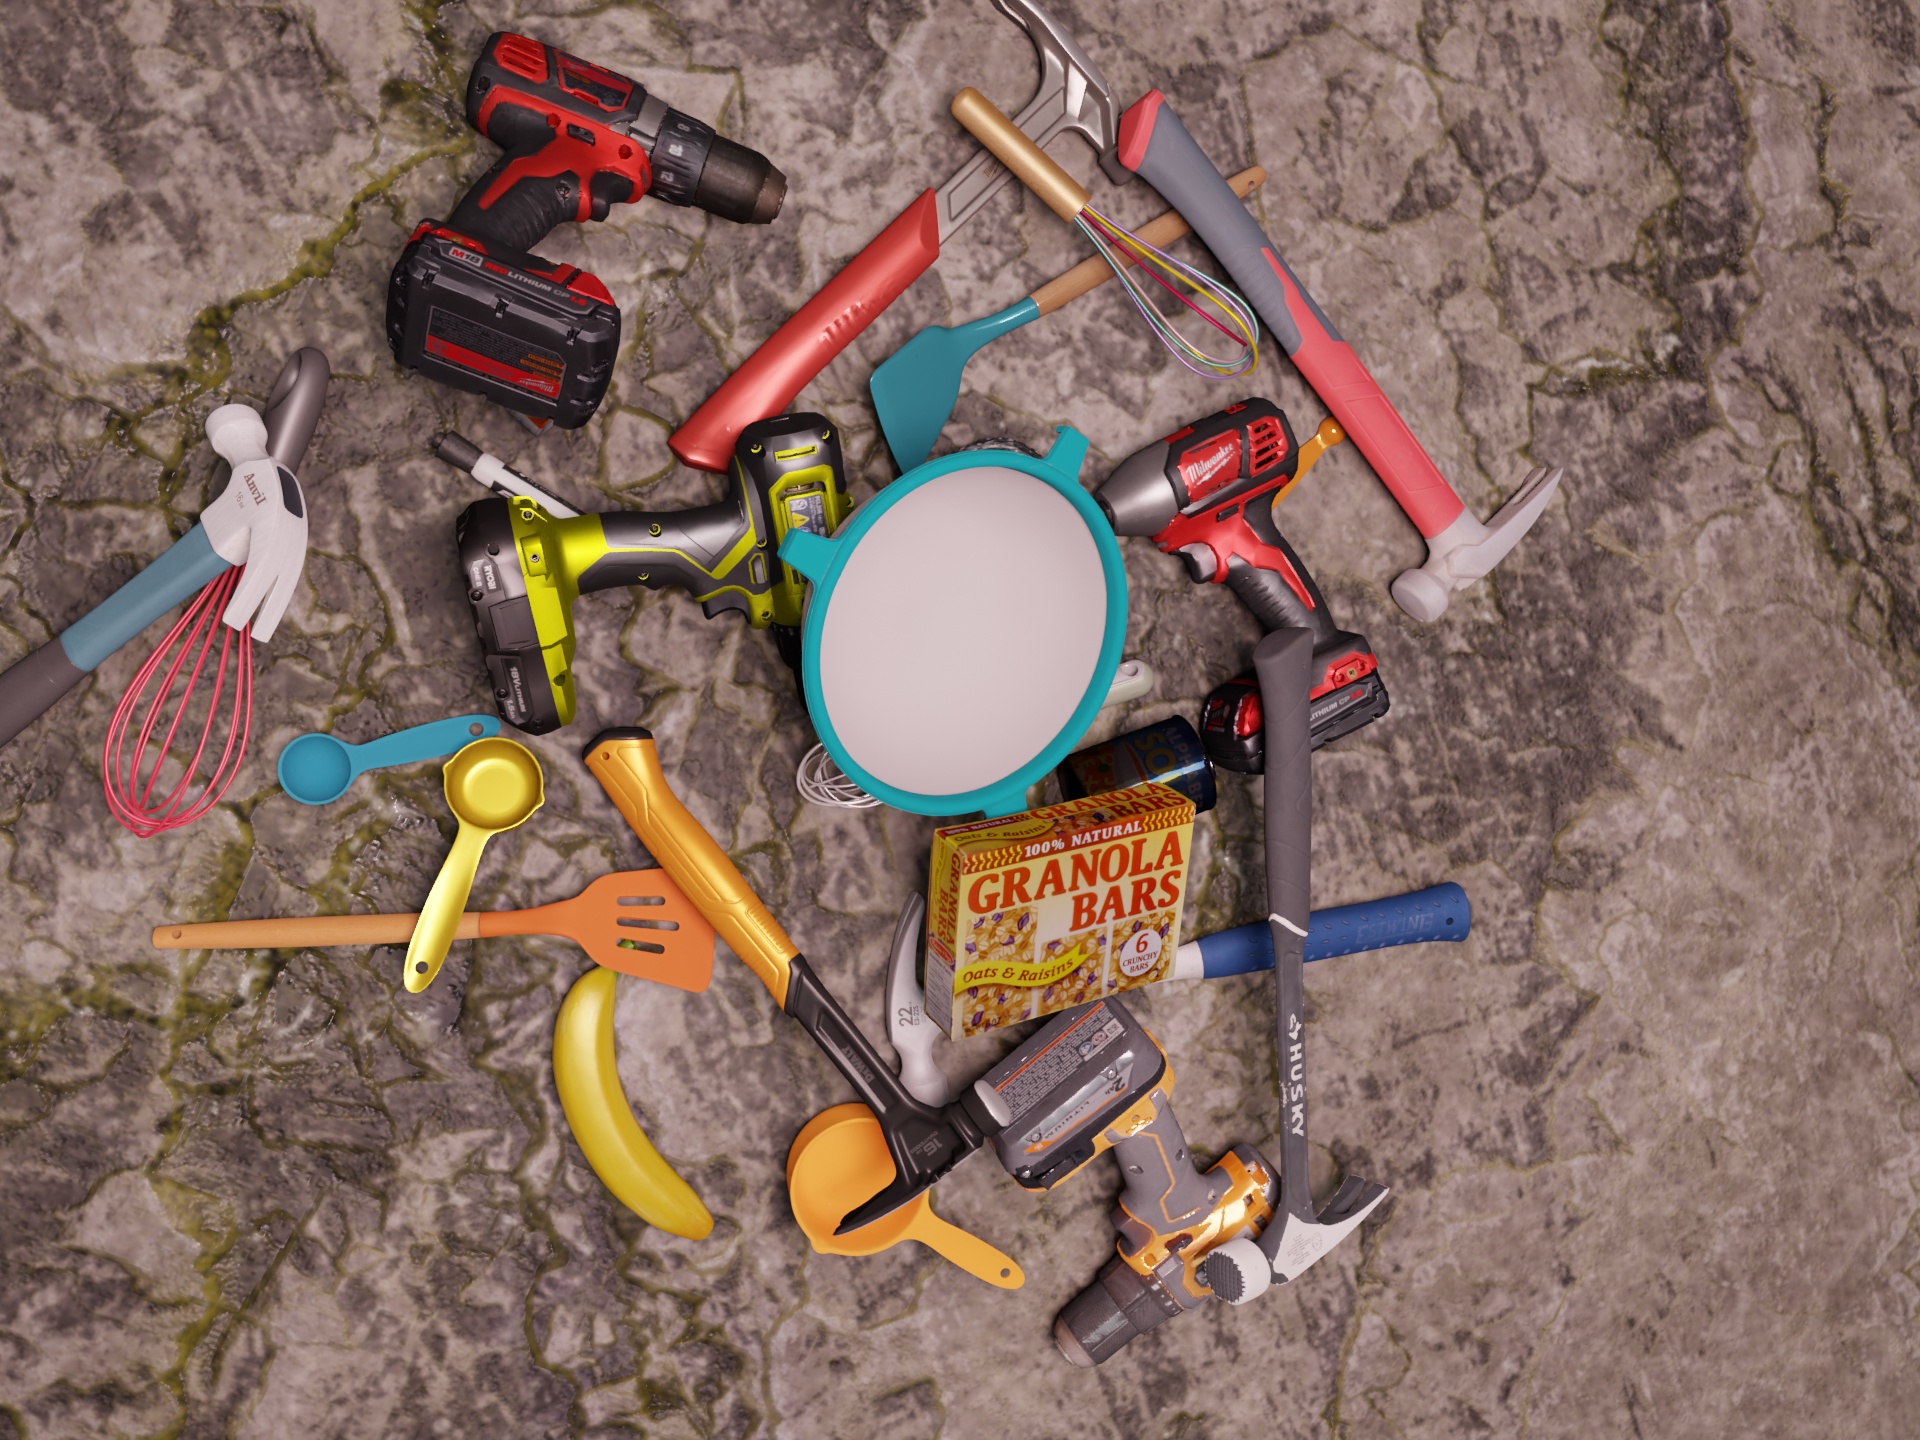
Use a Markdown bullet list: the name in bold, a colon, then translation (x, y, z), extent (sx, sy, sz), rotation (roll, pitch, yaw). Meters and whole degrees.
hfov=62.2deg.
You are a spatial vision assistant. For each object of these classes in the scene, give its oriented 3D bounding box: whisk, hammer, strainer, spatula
- **whisk**: translation (-0.416, -0.075, 0.908), extent (0.073, 0.073, 0.296), rotation (18, 84, -13)
- **hammer**: translation (0.209, 0.146, 0.991), extent (0.149, 0.036, 0.409), rotation (-8, 99, -39)
- **hammer**: translation (-0.121, 0.145, 0.959), extent (0.127, 0.034, 0.337), rotation (-39, 86, 8)
- **strainer**: translation (-0.002, -0.003, 0.953), extent (0.211, 0.095, 0.340), rotation (-25, 120, -23)
- **whisk**: translation (0.091, -0.299, 0.971), extent (0.245, 0.047, 0.051), rotation (41, 97, -6)
- **whisk**: translation (0.013, 0.004, 1.014), extent (0.246, 0.058, 0.059), rotation (-18, 132, -15)
- **hammer**: translation (-0.495, -0.030, 0.871), extent (0.331, 0.033, 0.128), rotation (-36, 65, 4)
- **hammer**: translation (0.148, 0.155, 1.058), extent (0.405, 0.035, 0.144), rotation (-9, 96, -12)
- **spatula**: translation (0.074, -0.269, 1.009), extent (0.317, 0.044, 0.082), rotation (-33, 136, -11)
- **spatula**: translation (-0.311, 0.127, 0.955), extent (0.322, 0.041, 0.081), rotation (-1, 69, -6)
- **hammer**: translation (0.242, -0.252, 1.033), extent (0.143, 0.038, 0.386), rotation (-44, 107, -9)
- **hammer**: translation (-0.049, -0.291, 0.985), extent (0.359, 0.037, 0.149), rotation (-45, 101, -7)

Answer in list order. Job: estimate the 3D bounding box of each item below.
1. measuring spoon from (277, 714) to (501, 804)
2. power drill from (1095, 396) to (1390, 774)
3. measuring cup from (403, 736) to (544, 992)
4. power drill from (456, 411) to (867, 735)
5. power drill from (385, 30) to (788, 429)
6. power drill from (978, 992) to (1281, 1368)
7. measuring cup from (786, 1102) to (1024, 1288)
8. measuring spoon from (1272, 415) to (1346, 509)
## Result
- **measuring spoon**: translation (-0.341, 0.018, 0.954), extent (0.128, 0.021, 0.042), rotation (-15, 95, -20)
- **power drill**: translation (0.175, -0.083, 1.025), extent (0.143, 0.078, 0.219), rotation (-25, 99, -10)
- **measuring cup**: translation (-0.294, 0.086, 0.944), extent (0.062, 0.029, 0.156), rotation (20, 77, -8)
- **power drill**: translation (-0.166, -0.068, 0.944), extent (0.228, 0.080, 0.190), rotation (-13, 115, -12)
- **power drill**: translation (-0.205, -0.275, 0.892), extent (0.187, 0.080, 0.227), rotation (19, 56, -14)
- **power drill**: translation (0.097, 0.304, 1.019), extent (0.185, 0.084, 0.226), rotation (-39, 118, -3)
- **measuring cup**: translation (-0.034, 0.311, 1.021), extent (0.173, 0.052, 0.095), rotation (35, 86, -14)
- **measuring spoon**: translation (0.217, -0.161, 1.064), extent (0.117, 0.011, 0.021), rotation (-44, 101, -6)
